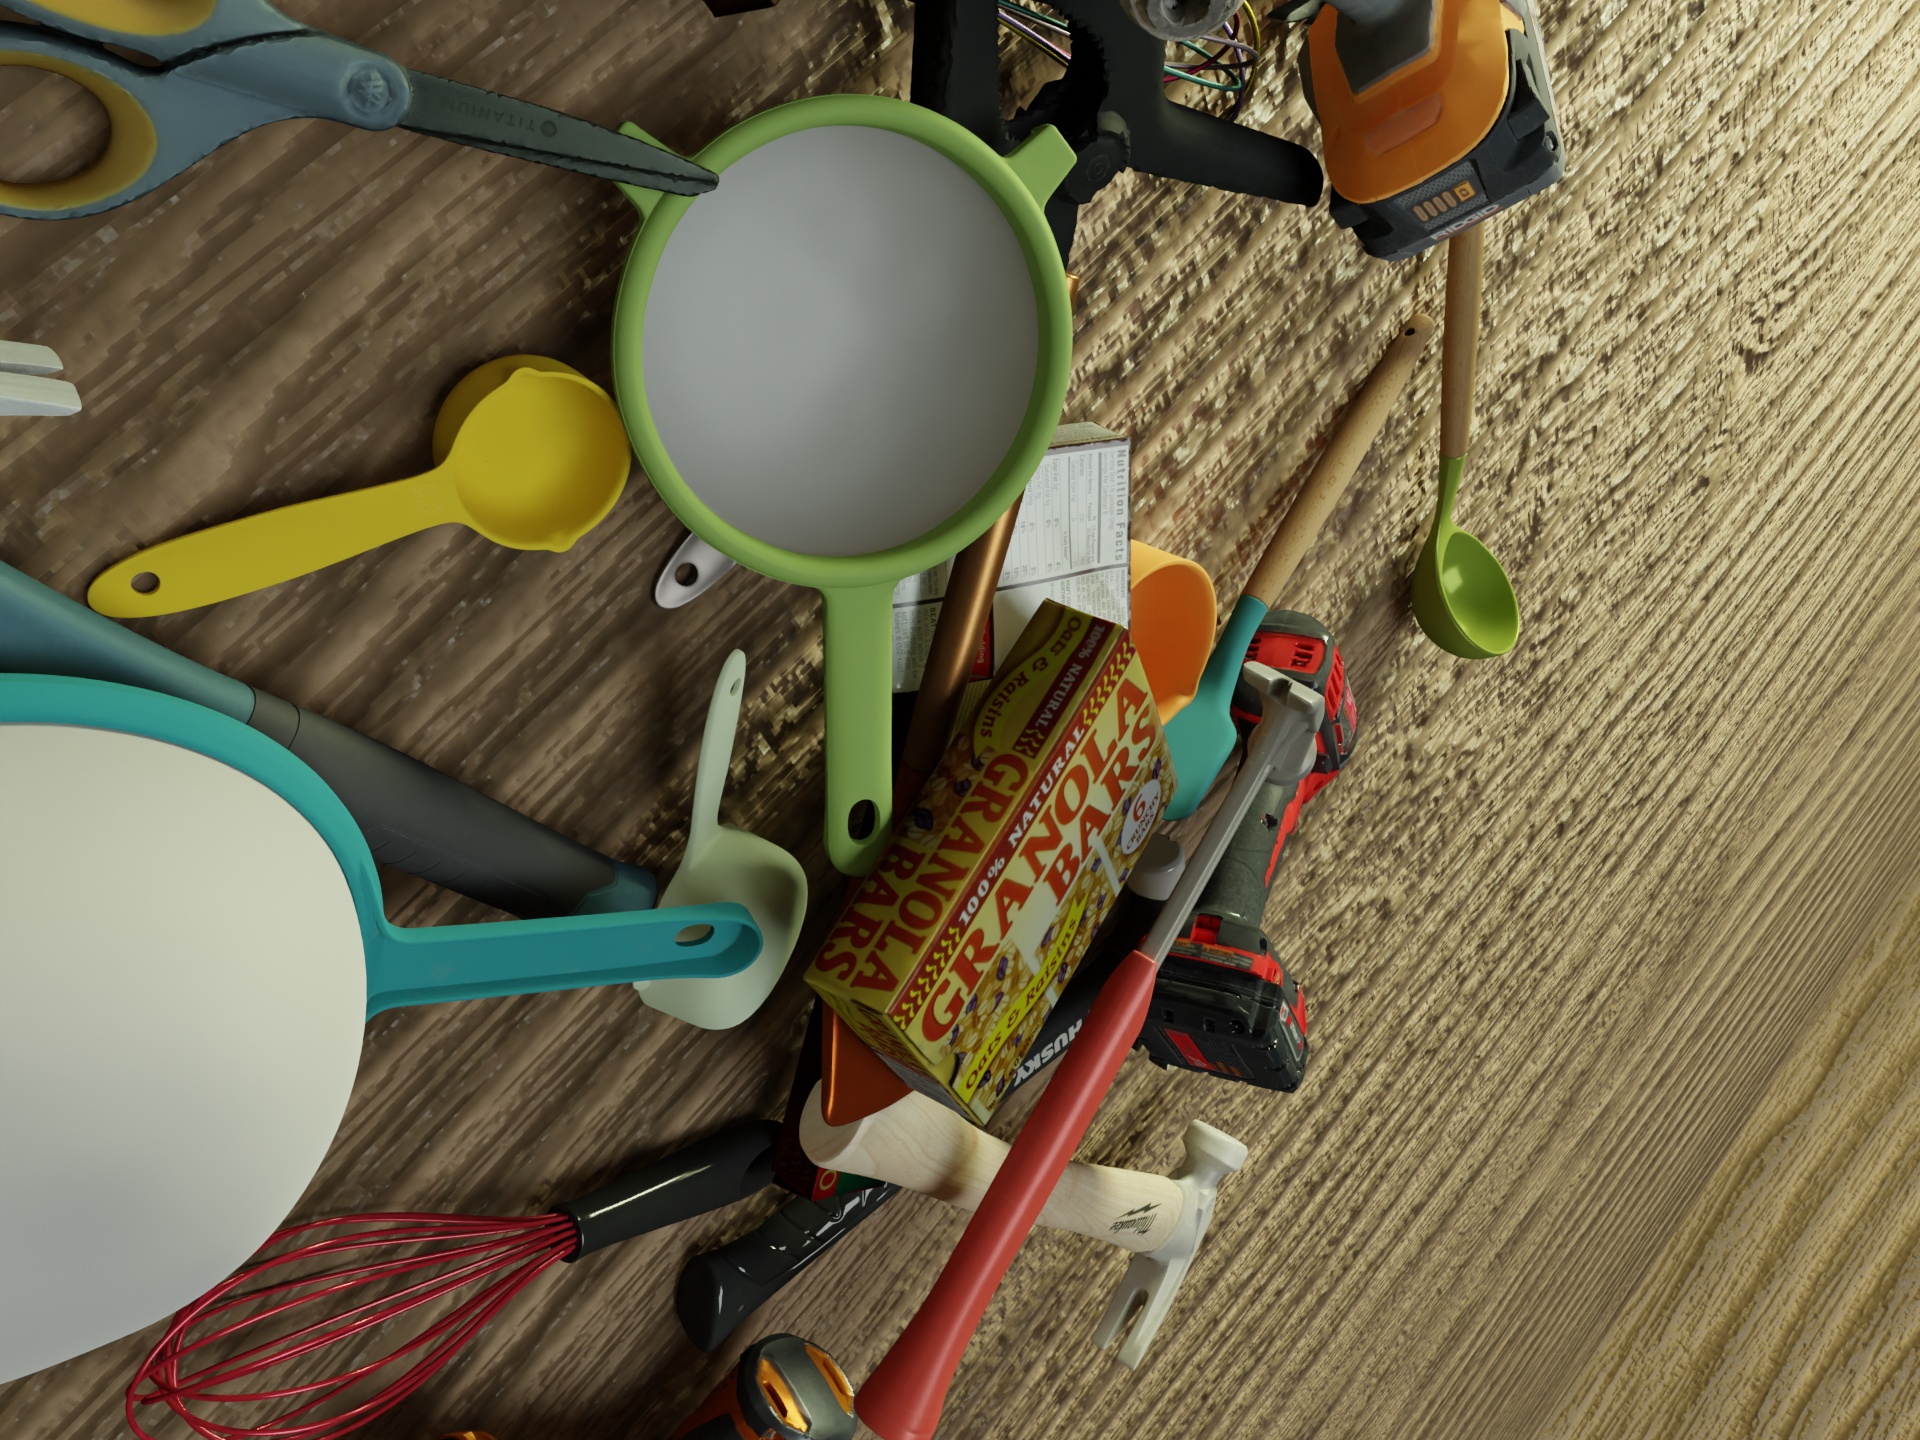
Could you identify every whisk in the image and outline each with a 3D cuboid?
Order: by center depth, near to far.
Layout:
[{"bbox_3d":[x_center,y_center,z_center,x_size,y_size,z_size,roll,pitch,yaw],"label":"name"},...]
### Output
[{"bbox_3d":[0.022,-0.250,0.544,0.245,0.051,0.047,-3,149,-41],"label":"whisk"},{"bbox_3d":[-0.167,0.202,0.608,0.295,0.073,0.073,-6,117,-52],"label":"whisk"}]

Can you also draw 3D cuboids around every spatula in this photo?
[{"bbox_3d":[-0.001,-0.002,0.584,0.081,0.041,0.322,-13,124,-54],"label":"spatula"},{"bbox_3d":[0.156,-0.084,0.784,0.317,0.082,0.044,-57,143,-14],"label":"spatula"}]

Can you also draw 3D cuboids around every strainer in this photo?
[{"bbox_3d":[-0.190,0.099,0.435,0.340,0.095,0.211,-1,125,-38],"label":"strainer"},{"bbox_3d":[-0.044,-0.074,0.537,0.151,0.069,0.256,-9,114,-22],"label":"strainer"}]

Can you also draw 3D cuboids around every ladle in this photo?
[{"bbox_3d":[0.277,-0.165,0.850,0.078,0.062,0.319,-56,148,-39],"label":"ladle"}]

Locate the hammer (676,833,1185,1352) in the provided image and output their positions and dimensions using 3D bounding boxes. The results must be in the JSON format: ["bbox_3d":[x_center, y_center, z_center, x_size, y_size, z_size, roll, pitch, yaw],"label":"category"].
[{"bbox_3d":[0.000,0.197,0.800,0.335,0.035,0.146,-33,133,-30],"label":"hammer"}]

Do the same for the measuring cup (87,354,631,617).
[{"bbox_3d":[-0.174,-0.066,0.465,0.156,0.029,0.062,-23,132,-22],"label":"measuring cup"}]

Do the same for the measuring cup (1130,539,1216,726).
[{"bbox_3d":[0.044,-0.004,0.712,0.173,0.052,0.095,-55,141,-3],"label":"measuring cup"}]

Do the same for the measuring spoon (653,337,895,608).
[{"bbox_3d":[-0.068,-0.088,0.570,0.124,0.018,0.034,-48,123,-5],"label":"measuring spoon"}]

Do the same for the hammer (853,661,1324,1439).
[{"bbox_3d":[0.055,0.143,0.673,0.359,0.037,0.149,-60,164,-2],"label":"hammer"}]

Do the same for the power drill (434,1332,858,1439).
[{"bbox_3d":[-0.163,0.352,0.675,0.226,0.084,0.164,8,124,-53],"label":"power drill"}]

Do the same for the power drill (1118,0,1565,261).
[{"bbox_3d":[0.118,-0.248,0.530,0.226,0.084,0.185,29,52,-40],"label":"power drill"}]

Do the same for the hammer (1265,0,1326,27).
[{"bbox_3d":[0.094,-0.414,0.526,0.149,0.036,0.408,-56,141,-4],"label":"hammer"}]

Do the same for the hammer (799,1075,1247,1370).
[{"bbox_3d":[0.037,0.243,0.795,0.146,0.038,0.410,-62,145,-7],"label":"hammer"}]

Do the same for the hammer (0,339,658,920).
[{"bbox_3d":[-0.202,0.008,0.456,0.128,0.033,0.330,-46,143,2],"label":"hammer"}]

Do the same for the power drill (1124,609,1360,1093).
[{"bbox_3d":[0.154,0.068,0.816,0.143,0.078,0.220,54,50,-57],"label":"power drill"}]

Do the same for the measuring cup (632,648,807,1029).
[{"bbox_3d":[-0.079,0.047,0.580,0.083,0.038,0.167,-52,162,-50],"label":"measuring cup"}]
